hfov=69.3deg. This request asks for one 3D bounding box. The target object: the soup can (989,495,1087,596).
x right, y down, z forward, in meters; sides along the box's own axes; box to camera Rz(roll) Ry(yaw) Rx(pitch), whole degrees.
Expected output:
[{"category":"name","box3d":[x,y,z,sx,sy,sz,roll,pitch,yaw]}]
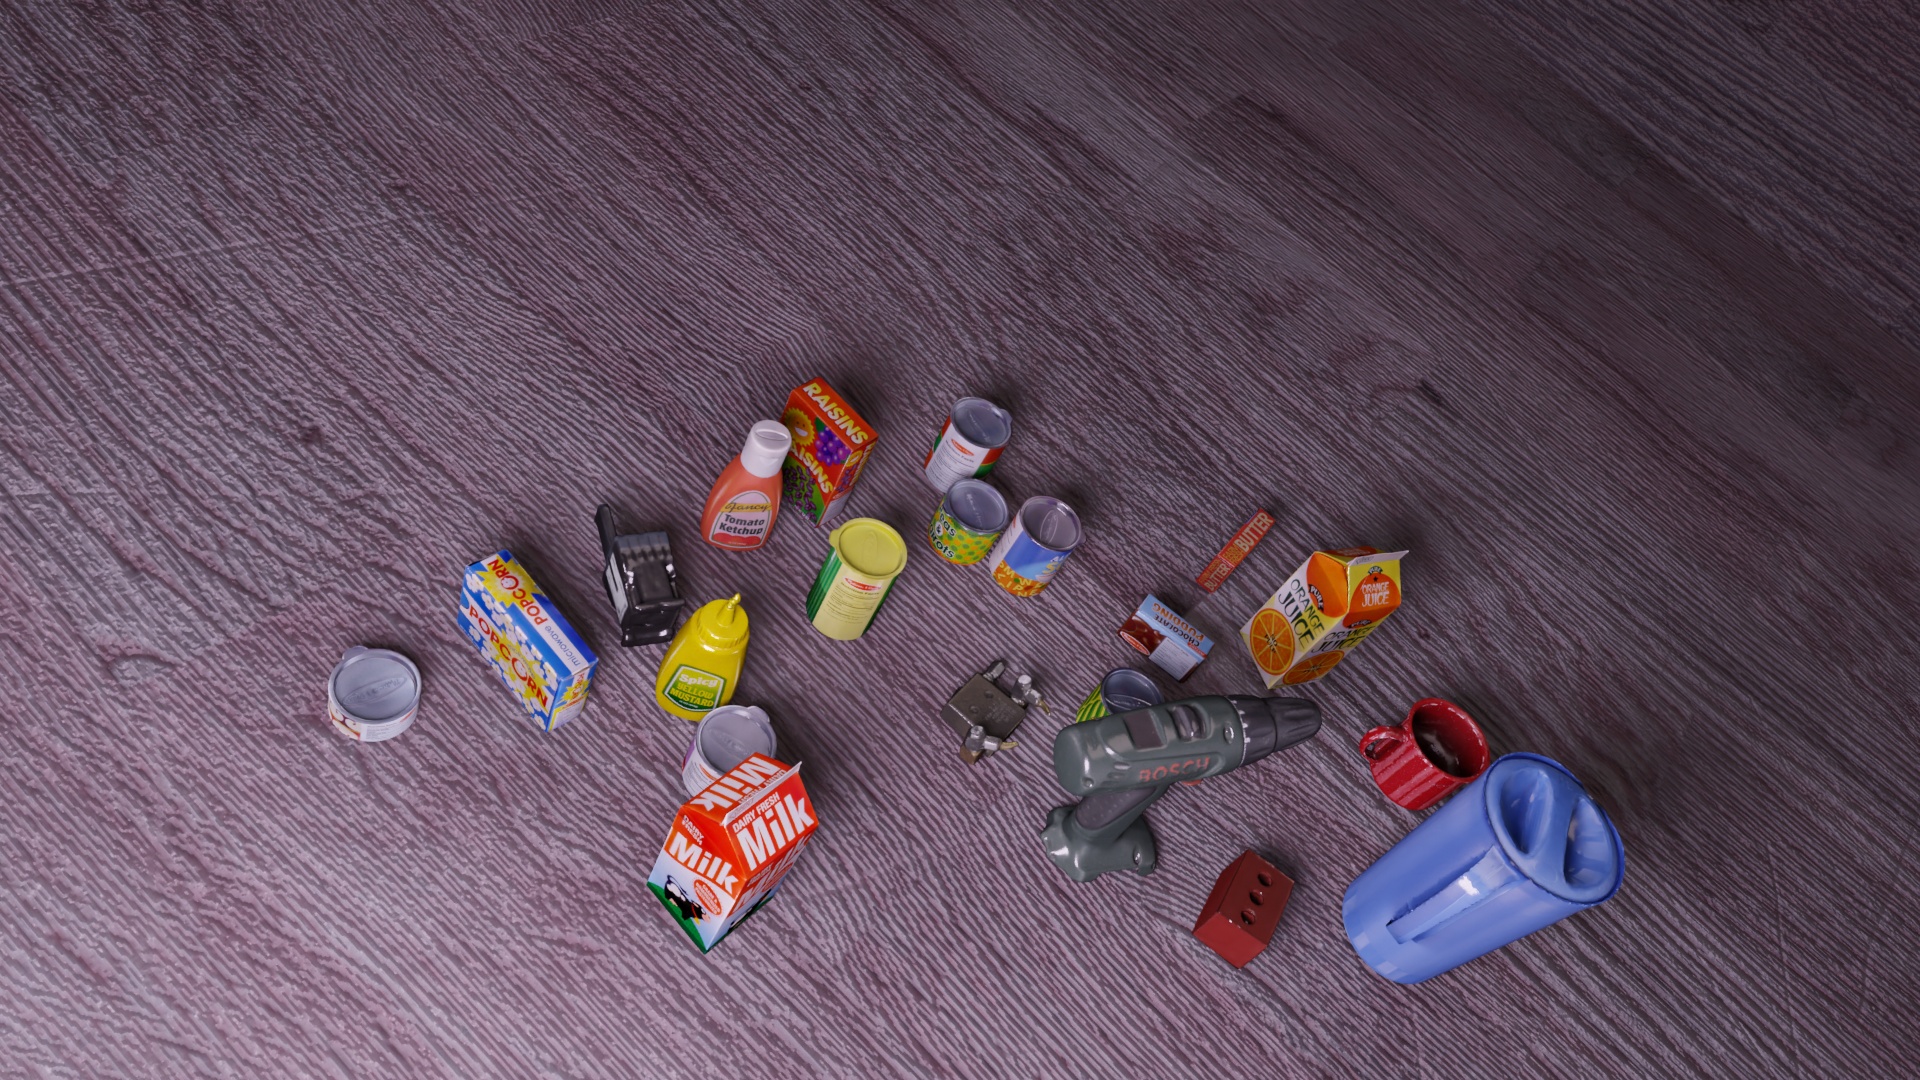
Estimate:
[{"category":"soup can","box3d":[0.075,0.008,1.364,0.071,0.083,0.072,13,50,-16]}]

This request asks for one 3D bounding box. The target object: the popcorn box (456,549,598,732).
[{"category":"popcorn box","box3d":[-0.347,0.080,1.109,0.127,0.084,0.038,47,50,14]}]

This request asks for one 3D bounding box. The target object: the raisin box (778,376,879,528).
[{"category":"raisin box","box3d":[-0.134,-0.082,1.310,0.086,0.122,0.040,46,49,13]}]

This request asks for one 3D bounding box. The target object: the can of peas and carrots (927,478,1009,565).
[{"category":"can of peas and carrots","box3d":[0.005,-0.017,1.368,0.071,0.058,0.071,13,50,-16]}]

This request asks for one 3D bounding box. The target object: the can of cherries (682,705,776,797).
[{"category":"can of cherries","box3d":[-0.186,0.175,1.128,0.071,0.058,0.072,13,50,-16]}]

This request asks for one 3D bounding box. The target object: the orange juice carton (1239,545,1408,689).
[{"category":"orange juice carton","box3d":[0.366,0.067,1.381,0.072,0.191,0.073,-5,57,-28]}]

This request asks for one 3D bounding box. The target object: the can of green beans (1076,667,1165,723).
[{"category":"can of green beans","box3d":[0.149,0.161,1.296,0.071,0.057,0.071,13,50,-16]}]

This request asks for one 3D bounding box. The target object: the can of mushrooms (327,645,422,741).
[{"category":"can of mushrooms","box3d":[-0.451,0.117,1.067,0.071,0.033,0.071,13,50,-16]}]

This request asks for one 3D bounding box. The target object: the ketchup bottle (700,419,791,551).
[{"category":"ketchup bottle","box3d":[-0.187,-0.049,1.242,0.065,0.148,0.044,7,52,-20]}]

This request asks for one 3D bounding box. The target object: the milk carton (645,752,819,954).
[{"category":"milk carton","box3d":[-0.165,0.222,1.013,0.073,0.189,0.073,46,49,13]}]

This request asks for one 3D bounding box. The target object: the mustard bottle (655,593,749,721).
[{"category":"mustard bottle","box3d":[-0.203,0.089,1.119,0.065,0.159,0.049,19,49,-11]}]

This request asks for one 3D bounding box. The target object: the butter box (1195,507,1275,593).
[{"category":"butter box","box3d":[0.294,0.011,1.485,0.024,0.052,0.104,41,49,9]}]

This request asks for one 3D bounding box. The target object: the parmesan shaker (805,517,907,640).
[{"category":"parmesan shaker","box3d":[-0.098,0.035,1.249,0.071,0.102,0.072,13,50,-16]}]

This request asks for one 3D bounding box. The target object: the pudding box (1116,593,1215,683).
[{"category":"pudding box","box3d":[0.203,0.097,1.377,0.084,0.049,0.030,37,48,5]}]

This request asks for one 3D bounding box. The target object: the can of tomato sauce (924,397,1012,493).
[{"category":"can of tomato sauce","box3d":[0.008,-0.095,1.414,0.071,0.082,0.071,13,50,-16]}]
